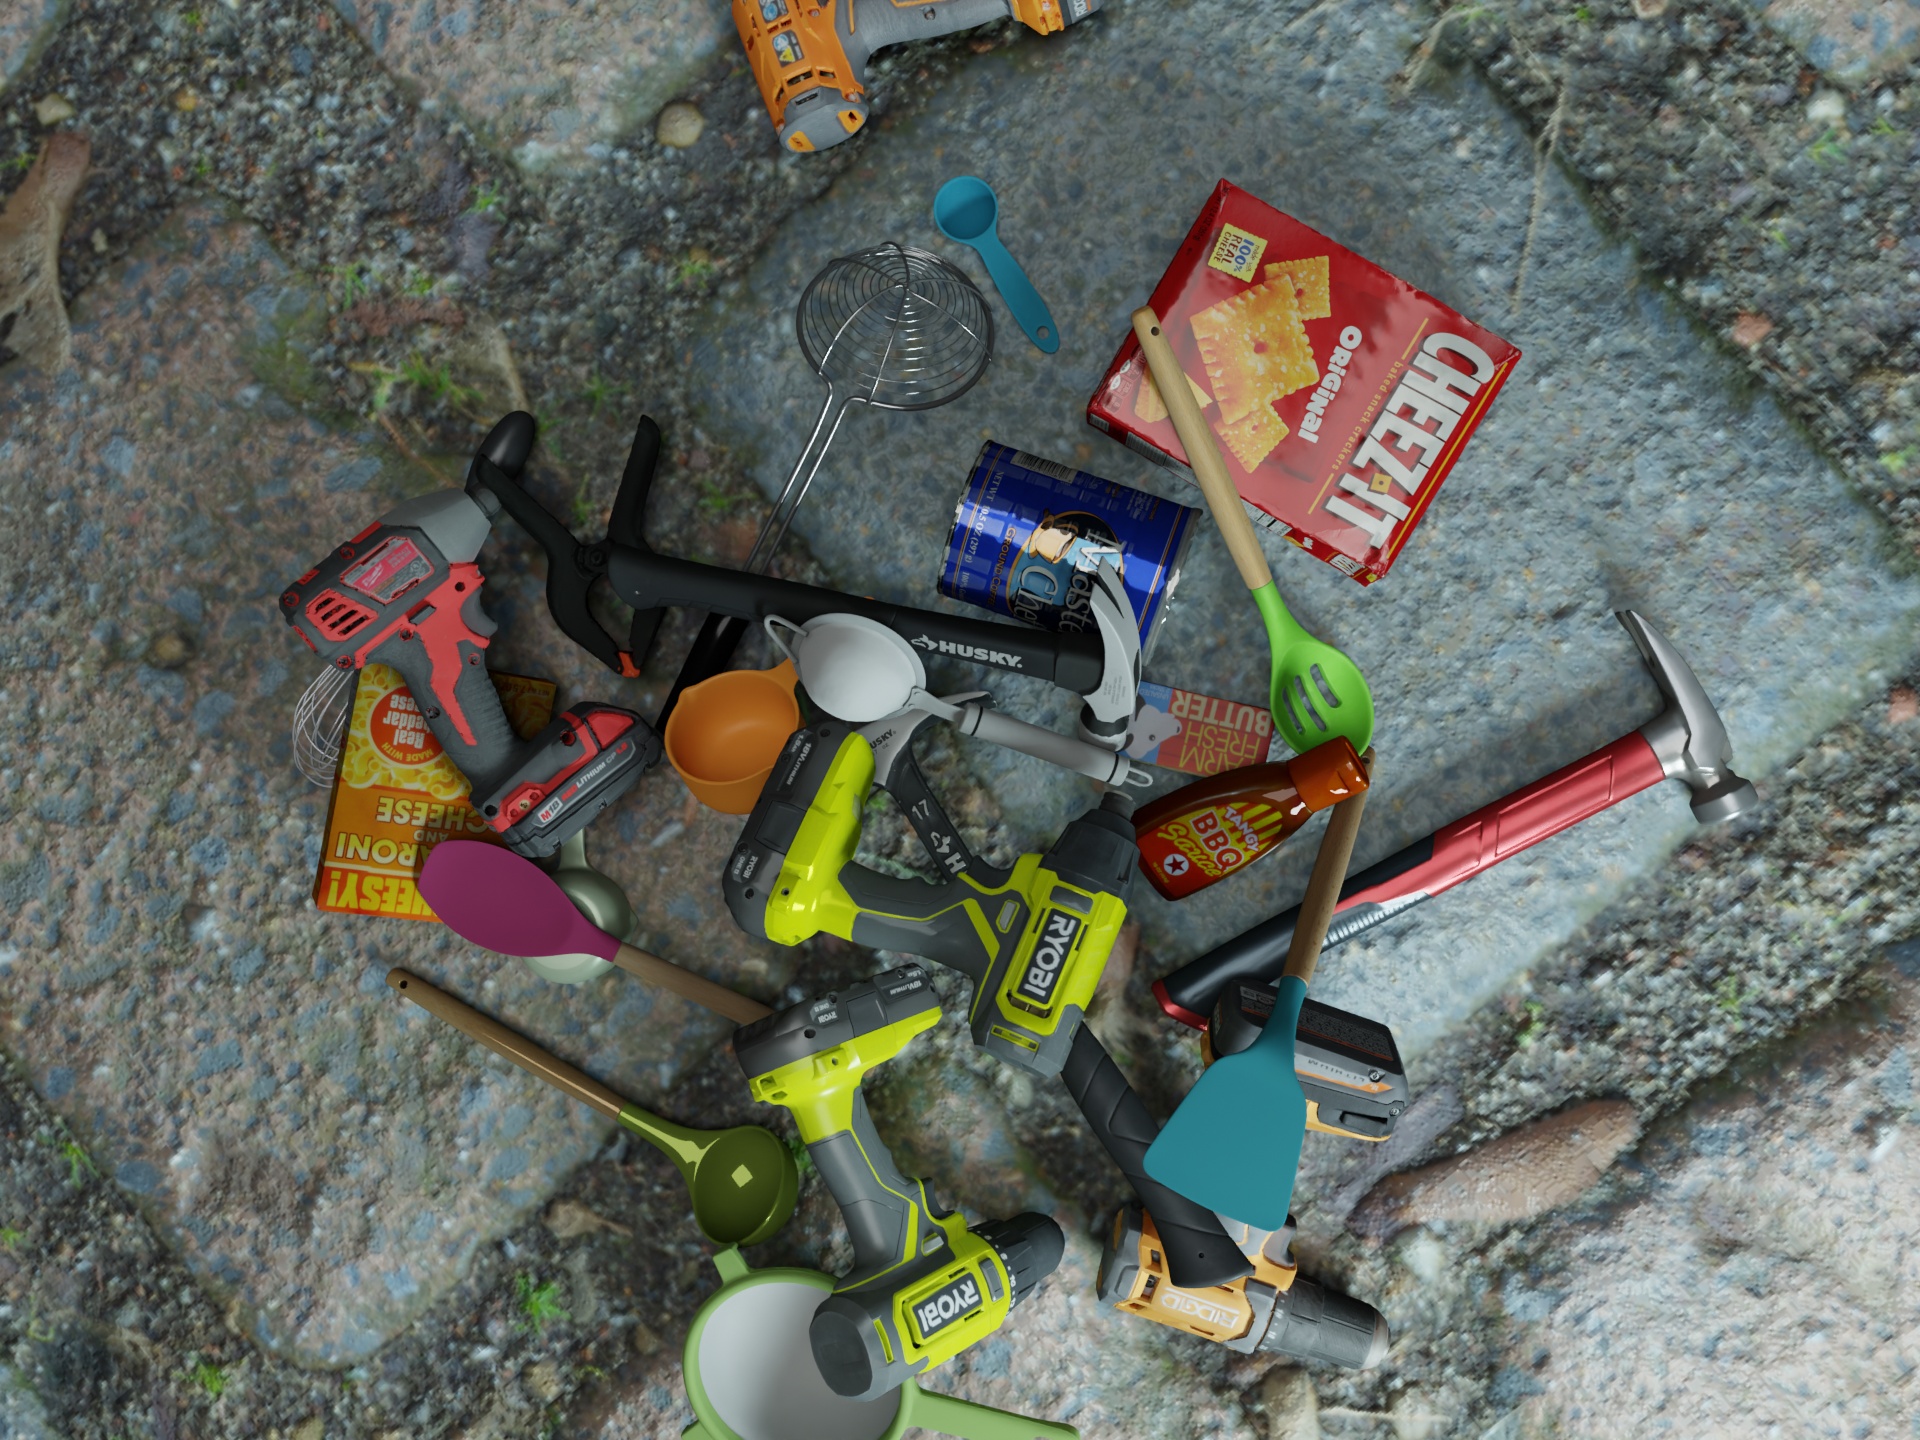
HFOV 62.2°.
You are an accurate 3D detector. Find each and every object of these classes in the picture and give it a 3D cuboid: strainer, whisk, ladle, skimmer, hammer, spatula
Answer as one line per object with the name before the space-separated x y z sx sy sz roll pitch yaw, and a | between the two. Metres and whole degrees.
strainer | -0.002 -0.003 0.967 0.258 0.086 0.050 19 48 -8
whisk | -0.359 -0.082 1.060 0.070 0.070 0.284 30 89 5
ladle | -0.249 0.245 1.051 0.320 0.062 0.078 28 80 7
skimmer | -0.104 -0.141 1.045 0.127 0.090 0.363 31 104 6
hammer | -0.055 -0.064 0.969 0.335 0.146 0.035 12 54 8
strainer | -0.047 0.418 1.021 0.256 0.069 0.151 12 104 5
hammer | 0.049 0.161 0.975 0.149 0.036 0.409 -34 70 2
hammer | 0.290 0.078 1.003 0.386 0.038 0.143 -28 87 5
spatula | 0.198 0.138 0.935 0.082 0.044 0.318 23 54 7

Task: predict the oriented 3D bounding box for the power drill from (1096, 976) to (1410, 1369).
power drill | 0.204 0.292 0.982 0.185 0.084 0.226 19 106 2

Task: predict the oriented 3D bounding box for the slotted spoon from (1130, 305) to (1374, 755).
slotted spoon | 0.173 -0.106 0.962 0.070 0.031 0.313 -35 111 -16

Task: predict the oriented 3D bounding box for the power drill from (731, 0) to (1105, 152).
power drill | -0.039 -0.482 1.010 0.226 0.084 0.164 -21 88 9

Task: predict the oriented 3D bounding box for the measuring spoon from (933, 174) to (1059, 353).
measuring spoon | 0.027 -0.295 1.039 0.042 0.021 0.128 -32 97 4

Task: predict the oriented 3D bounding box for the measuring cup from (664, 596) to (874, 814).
measuring cup | -0.112 -0.010 1.033 0.095 0.052 0.173 33 65 29

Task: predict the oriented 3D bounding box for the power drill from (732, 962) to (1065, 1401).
power drill | -0.033 0.275 0.985 0.080 0.190 0.228 -30 77 41

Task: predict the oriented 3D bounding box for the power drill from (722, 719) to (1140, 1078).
power drill | -0.012 0.092 0.952 0.223 0.080 0.171 21 74 13

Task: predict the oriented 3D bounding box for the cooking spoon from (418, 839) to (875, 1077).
cooking spoon | -0.200 0.161 1.033 0.319 0.017 0.068 26 103 -6

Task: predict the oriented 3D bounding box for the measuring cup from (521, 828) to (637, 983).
measuring cup | -0.263 0.093 1.057 0.083 0.038 0.167 -3 92 6

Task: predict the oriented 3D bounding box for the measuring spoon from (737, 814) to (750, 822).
measuring spoon | -0.137 0.062 1.055 0.124 0.018 0.034 36 94 5

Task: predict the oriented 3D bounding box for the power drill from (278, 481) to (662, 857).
power drill | -0.294 -0.034 0.988 0.143 0.078 0.219 -43 109 -16
